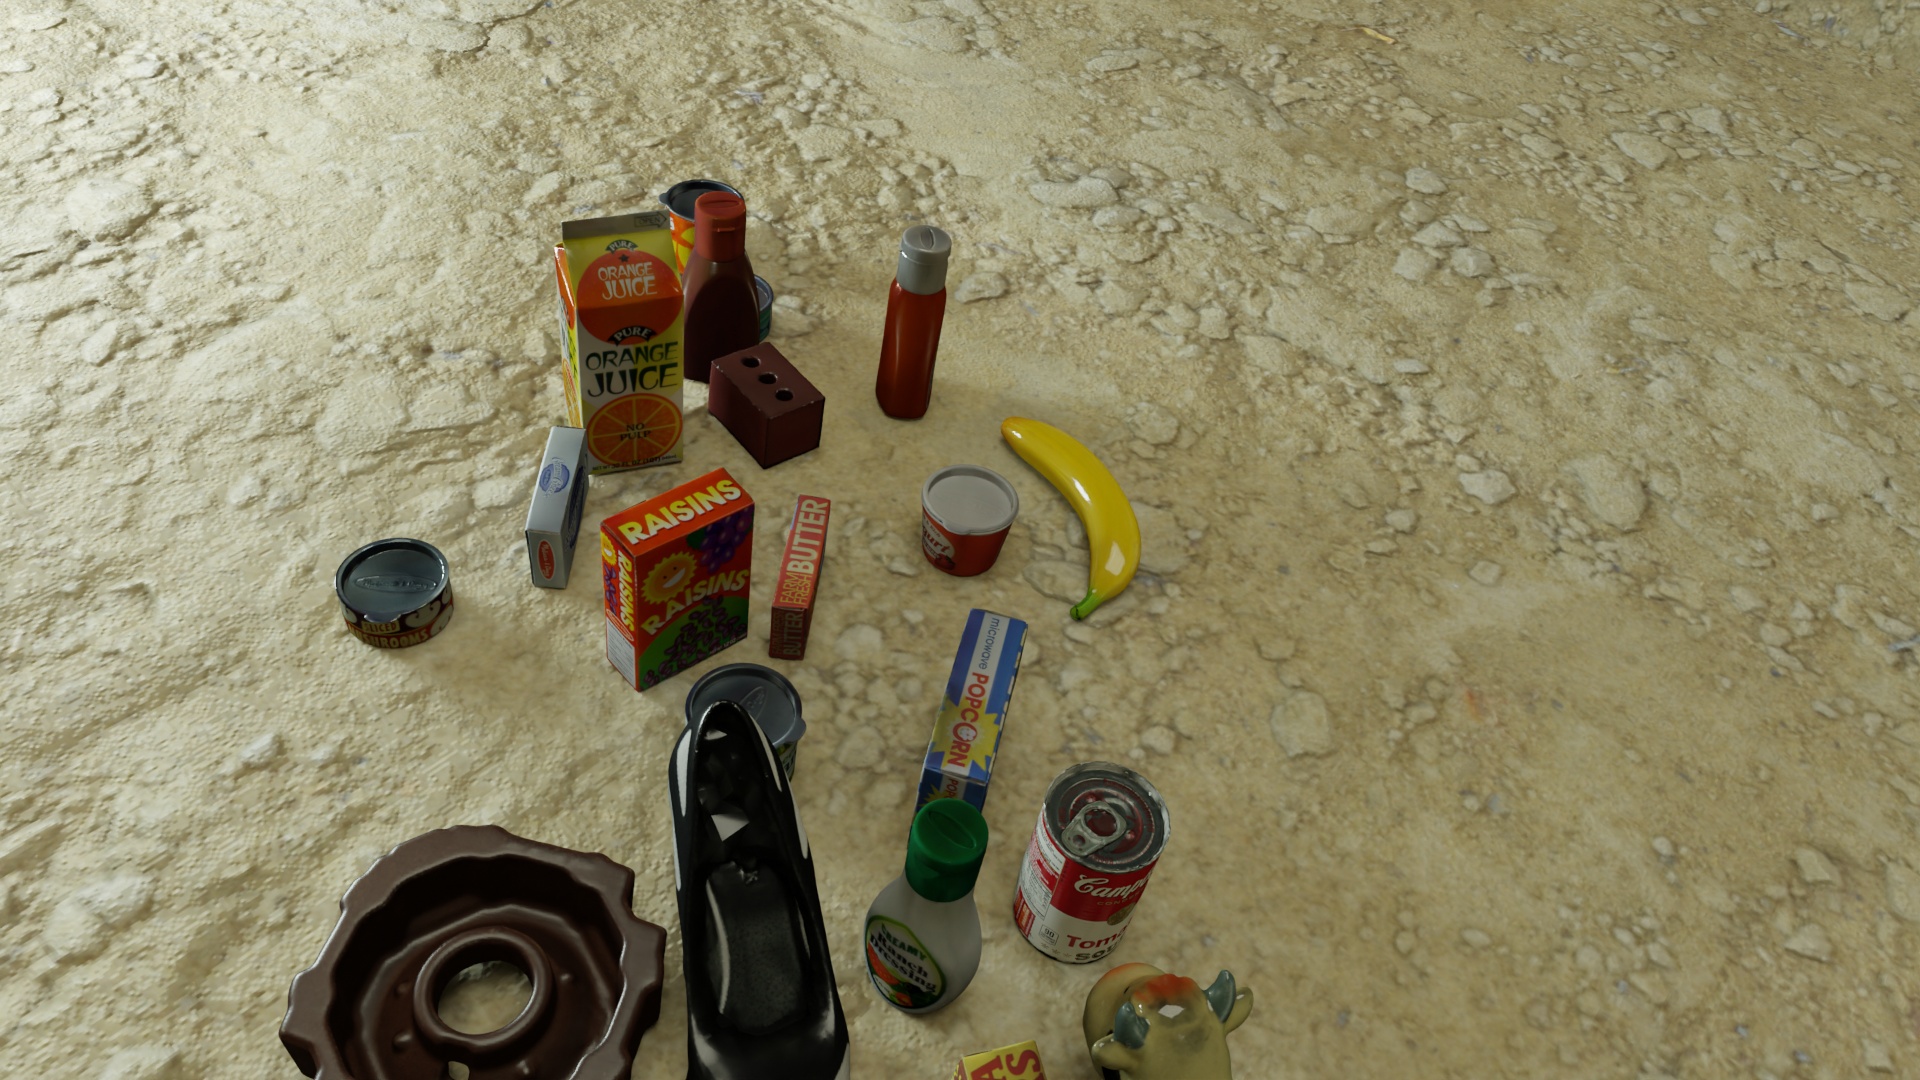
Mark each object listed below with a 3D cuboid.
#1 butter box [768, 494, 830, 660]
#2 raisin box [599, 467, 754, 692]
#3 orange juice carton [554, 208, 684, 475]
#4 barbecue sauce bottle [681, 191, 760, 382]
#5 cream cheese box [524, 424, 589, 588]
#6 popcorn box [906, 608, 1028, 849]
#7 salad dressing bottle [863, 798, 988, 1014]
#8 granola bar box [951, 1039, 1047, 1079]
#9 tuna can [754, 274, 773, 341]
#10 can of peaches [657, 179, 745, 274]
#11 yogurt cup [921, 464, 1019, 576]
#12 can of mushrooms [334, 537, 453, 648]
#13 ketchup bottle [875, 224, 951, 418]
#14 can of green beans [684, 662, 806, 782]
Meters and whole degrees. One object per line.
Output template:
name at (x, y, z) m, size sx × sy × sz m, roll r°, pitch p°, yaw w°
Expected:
butter box at (-0.105, 0.024, 0.912) m, size 0.024 × 0.052 × 0.104 m, roll 9°, pitch 44°, yaw -3°
raisin box at (-0.172, 0.025, 0.847) m, size 0.086 × 0.122 × 0.040 m, roll -27°, pitch 56°, yaw -33°
orange juice carton at (-0.233, -0.141, 0.951) m, size 0.072 × 0.191 × 0.073 m, roll -11°, pitch 49°, yaw -22°
barbecue sauce bottle at (-0.181, -0.188, 1.040) m, size 0.065 × 0.147 × 0.044 m, roll -8°, pitch 48°, yaw -19°
cream cheese box at (-0.267, -0.023, 0.925) m, size 0.024 × 0.053 × 0.104 m, roll 5°, pitch 45°, yaw -7°
popcorn box at (0.005, 0.114, 0.822) m, size 0.038 × 0.084 × 0.127 m, roll 15°, pitch 45°, yaw 3°
salad dressing bottle at (-0.015, 0.185, 0.702) m, size 0.064 × 0.146 × 0.044 m, roll 34°, pitch 49°, yaw 21°
granola bar box at (0.028, 0.321, 0.592) m, size 0.039 × 0.123 × 0.166 m, roll -5°, pitch 47°, yaw -16°
tuna can at (-0.187, -0.186, 1.119) m, size 0.071 × 0.032 × 0.071 m, roll 6°, pitch 45°, yaw -6°
can of peaches at (-0.218, -0.262, 1.171) m, size 0.071 × 0.057 × 0.071 m, roll 6°, pitch 45°, yaw -6°
yogurt cup at (0.003, -0.012, 0.970) m, size 0.072 × 0.053 × 0.073 m, roll 6°, pitch 45°, yaw -6°
can of mushrooms at (-0.352, 0.034, 0.864) m, size 0.071 × 0.033 × 0.071 m, roll 6°, pitch 45°, yaw -6°
ketchup bottle at (-0.035, -0.166, 1.048) m, size 0.043 × 0.148 × 0.065 m, roll 2°, pitch 45°, yaw -10°
can of green beans at (-0.128, 0.115, 0.813) m, size 0.071 × 0.057 × 0.071 m, roll 6°, pitch 45°, yaw -6°
